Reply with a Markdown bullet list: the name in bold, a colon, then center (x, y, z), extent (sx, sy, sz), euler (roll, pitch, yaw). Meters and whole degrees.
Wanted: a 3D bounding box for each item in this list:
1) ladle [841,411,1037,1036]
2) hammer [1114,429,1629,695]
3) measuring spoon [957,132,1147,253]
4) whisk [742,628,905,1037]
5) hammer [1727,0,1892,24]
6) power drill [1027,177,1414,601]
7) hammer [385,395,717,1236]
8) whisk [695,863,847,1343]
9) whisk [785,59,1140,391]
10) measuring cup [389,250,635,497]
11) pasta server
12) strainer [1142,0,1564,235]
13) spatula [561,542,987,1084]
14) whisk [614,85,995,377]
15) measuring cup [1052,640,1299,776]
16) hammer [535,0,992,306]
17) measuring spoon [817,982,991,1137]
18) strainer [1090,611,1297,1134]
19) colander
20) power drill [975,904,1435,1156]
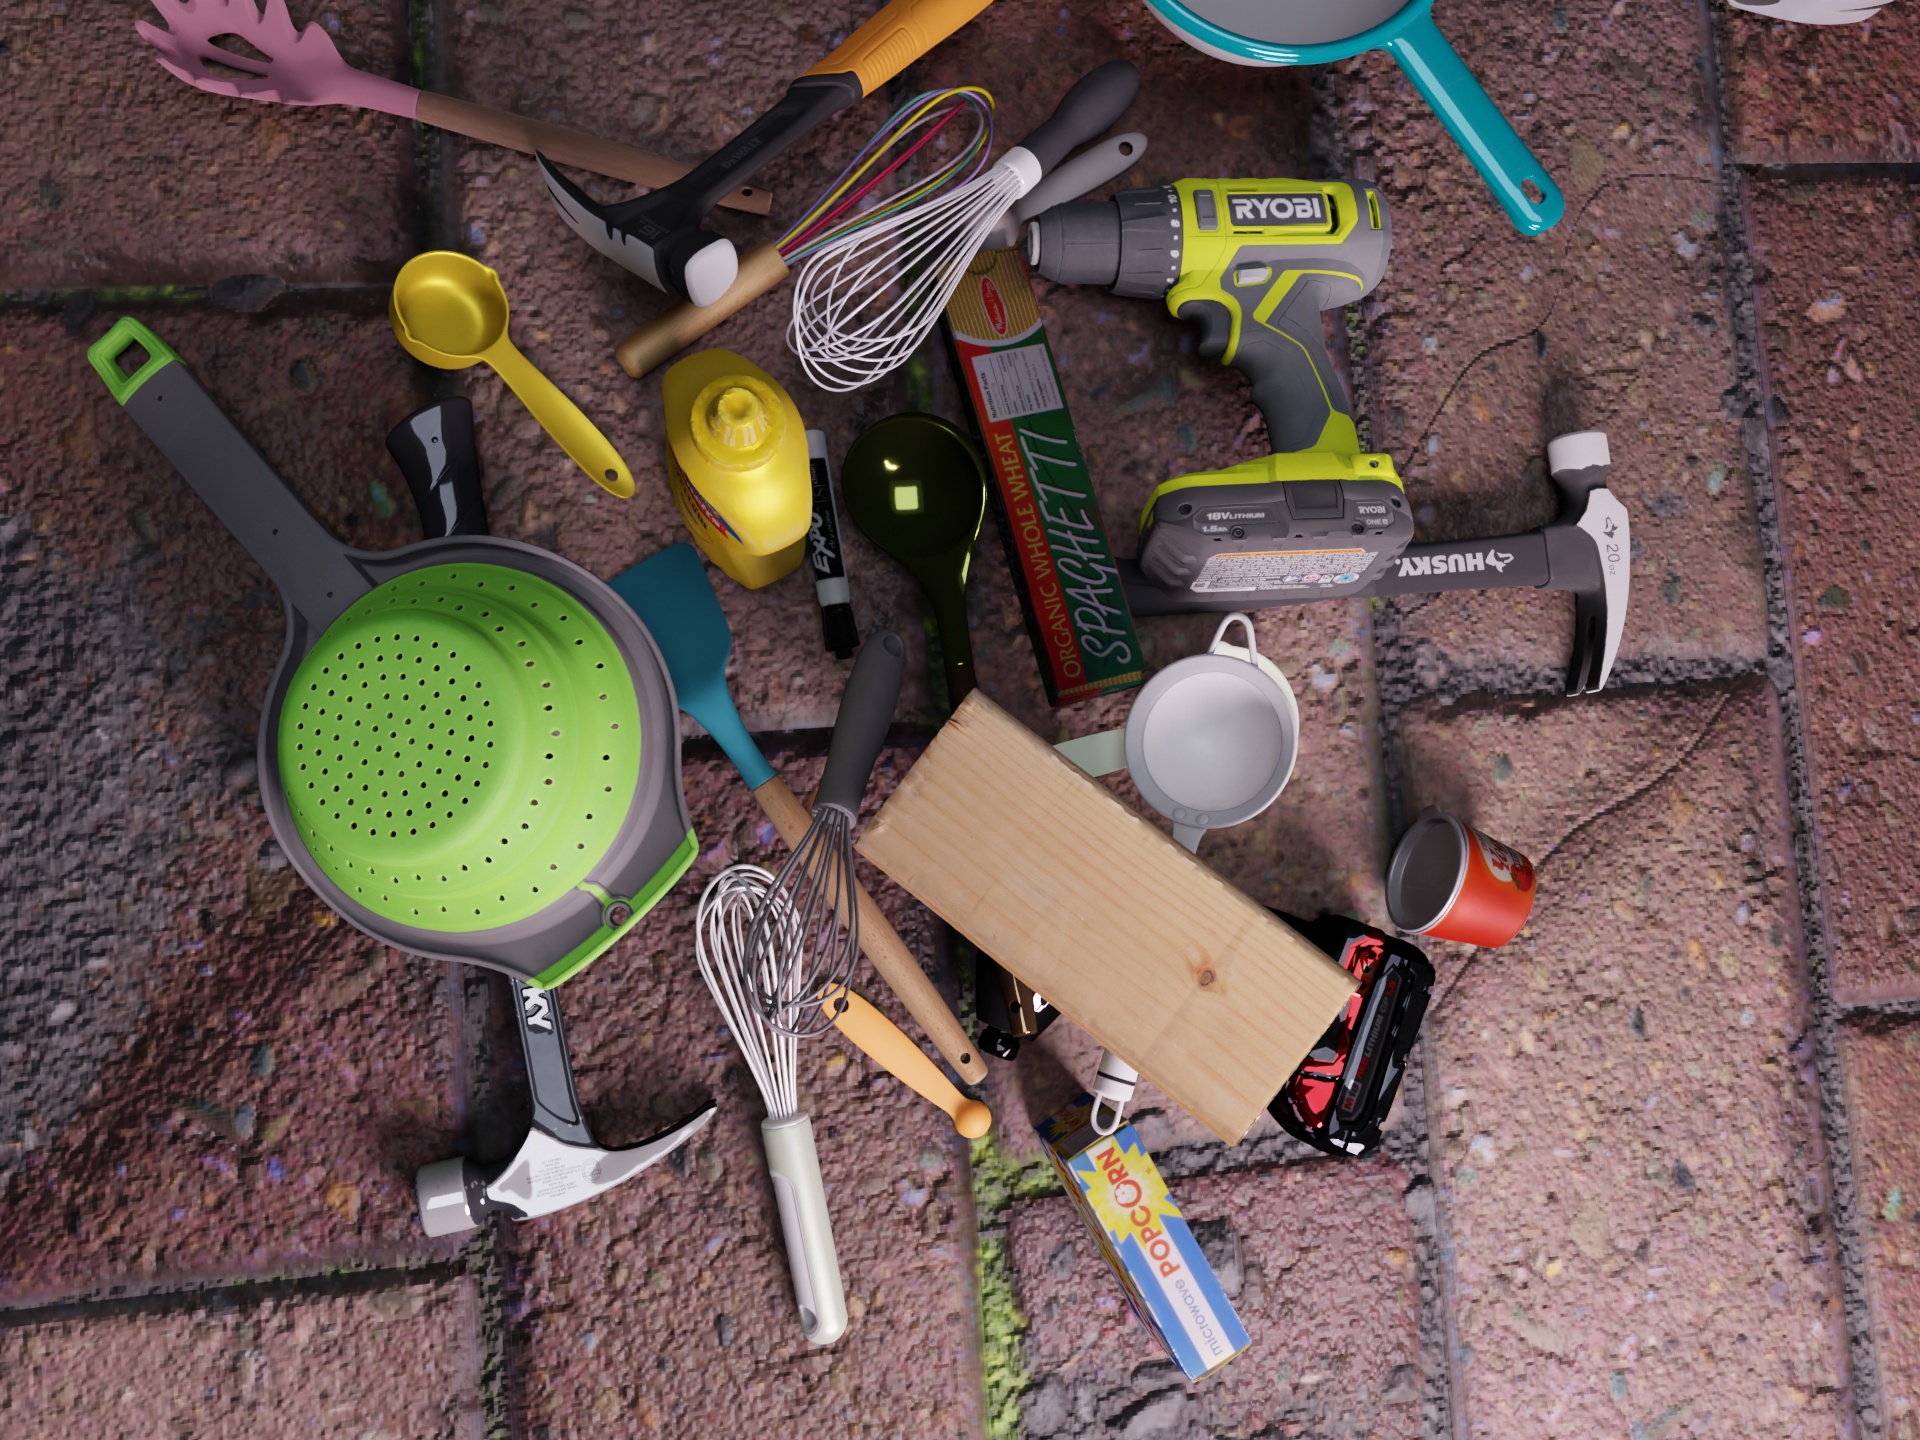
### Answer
- **ladle**: center (-0.001, -0.003, 0.796), extent (0.078, 0.062, 0.320), euler (-16, 75, 23)
- **hammer**: center (0.209, -0.075, 0.873), extent (0.334, 0.035, 0.146), euler (-5, 86, -9)
- **measuring spoon**: center (0.053, -0.294, 0.874), extent (0.124, 0.018, 0.034), euler (-32, 91, -11)
- **whisk**: center (-0.058, 0.046, 0.772), extent (0.055, 0.055, 0.239), euler (19, 52, -7)
- **hammer**: center (0.512, -0.615, 0.962), extent (0.143, 0.038, 0.386), euler (9, 84, -9)
- **power drill**: center (0.138, -0.182, 0.834), extent (0.190, 0.080, 0.229), euler (-3, 71, -6)
- **hammer**: center (-0.226, 0.039, 0.796), extent (0.149, 0.036, 0.409), euler (-10, 87, -11)
- **whisk**: center (-0.091, 0.193, 0.801), extent (0.059, 0.058, 0.246), euler (-12, 92, -41)
- **whisk**: center (0.010, -0.266, 0.826), extent (0.070, 0.070, 0.285), euler (44, 64, -3)
- **measuring cup**: center (-0.228, -0.171, 0.819), extent (0.156, 0.029, 0.062), euler (48, 60, -16)
- **pasta server**: center (-0.252, -0.312, 0.818), extent (0.316, 0.040, 0.060), euler (13, 82, -9)
- **strainer**: center (0.203, -0.394, 0.869), extent (0.211, 0.095, 0.340), euler (-40, 94, -7)
- **spatula**: center (-0.084, 0.052, 0.809), extent (0.082, 0.044, 0.317), euler (-36, 91, -12)
- **whisk**: center (-0.081, -0.261, 0.839), extent (0.245, 0.047, 0.051), euler (-37, 93, -7)
- **measuring cup**: center (0.098, 0.011, 0.832), extent (0.167, 0.038, 0.083), euler (-14, 88, -22)
- **hammer**: center (-0.059, -0.340, 0.825), extent (0.127, 0.034, 0.337), euler (36, 67, 26)
- **measuring spoon**: center (-0.029, 0.176, 0.827), extent (0.117, 0.011, 0.021), euler (42, 81, -4)
- **strainer**: center (0.105, 0.075, 0.777), extent (0.087, 0.050, 0.258), euler (15, 82, 24)
- **colander**: center (-0.293, -0.050, 0.734), extent (0.204, 0.094, 0.397), euler (-43, 83, 0)
- **power drill**: center (0.117, 0.137, 0.823), extent (0.219, 0.078, 0.143), euler (23, 81, -3)
